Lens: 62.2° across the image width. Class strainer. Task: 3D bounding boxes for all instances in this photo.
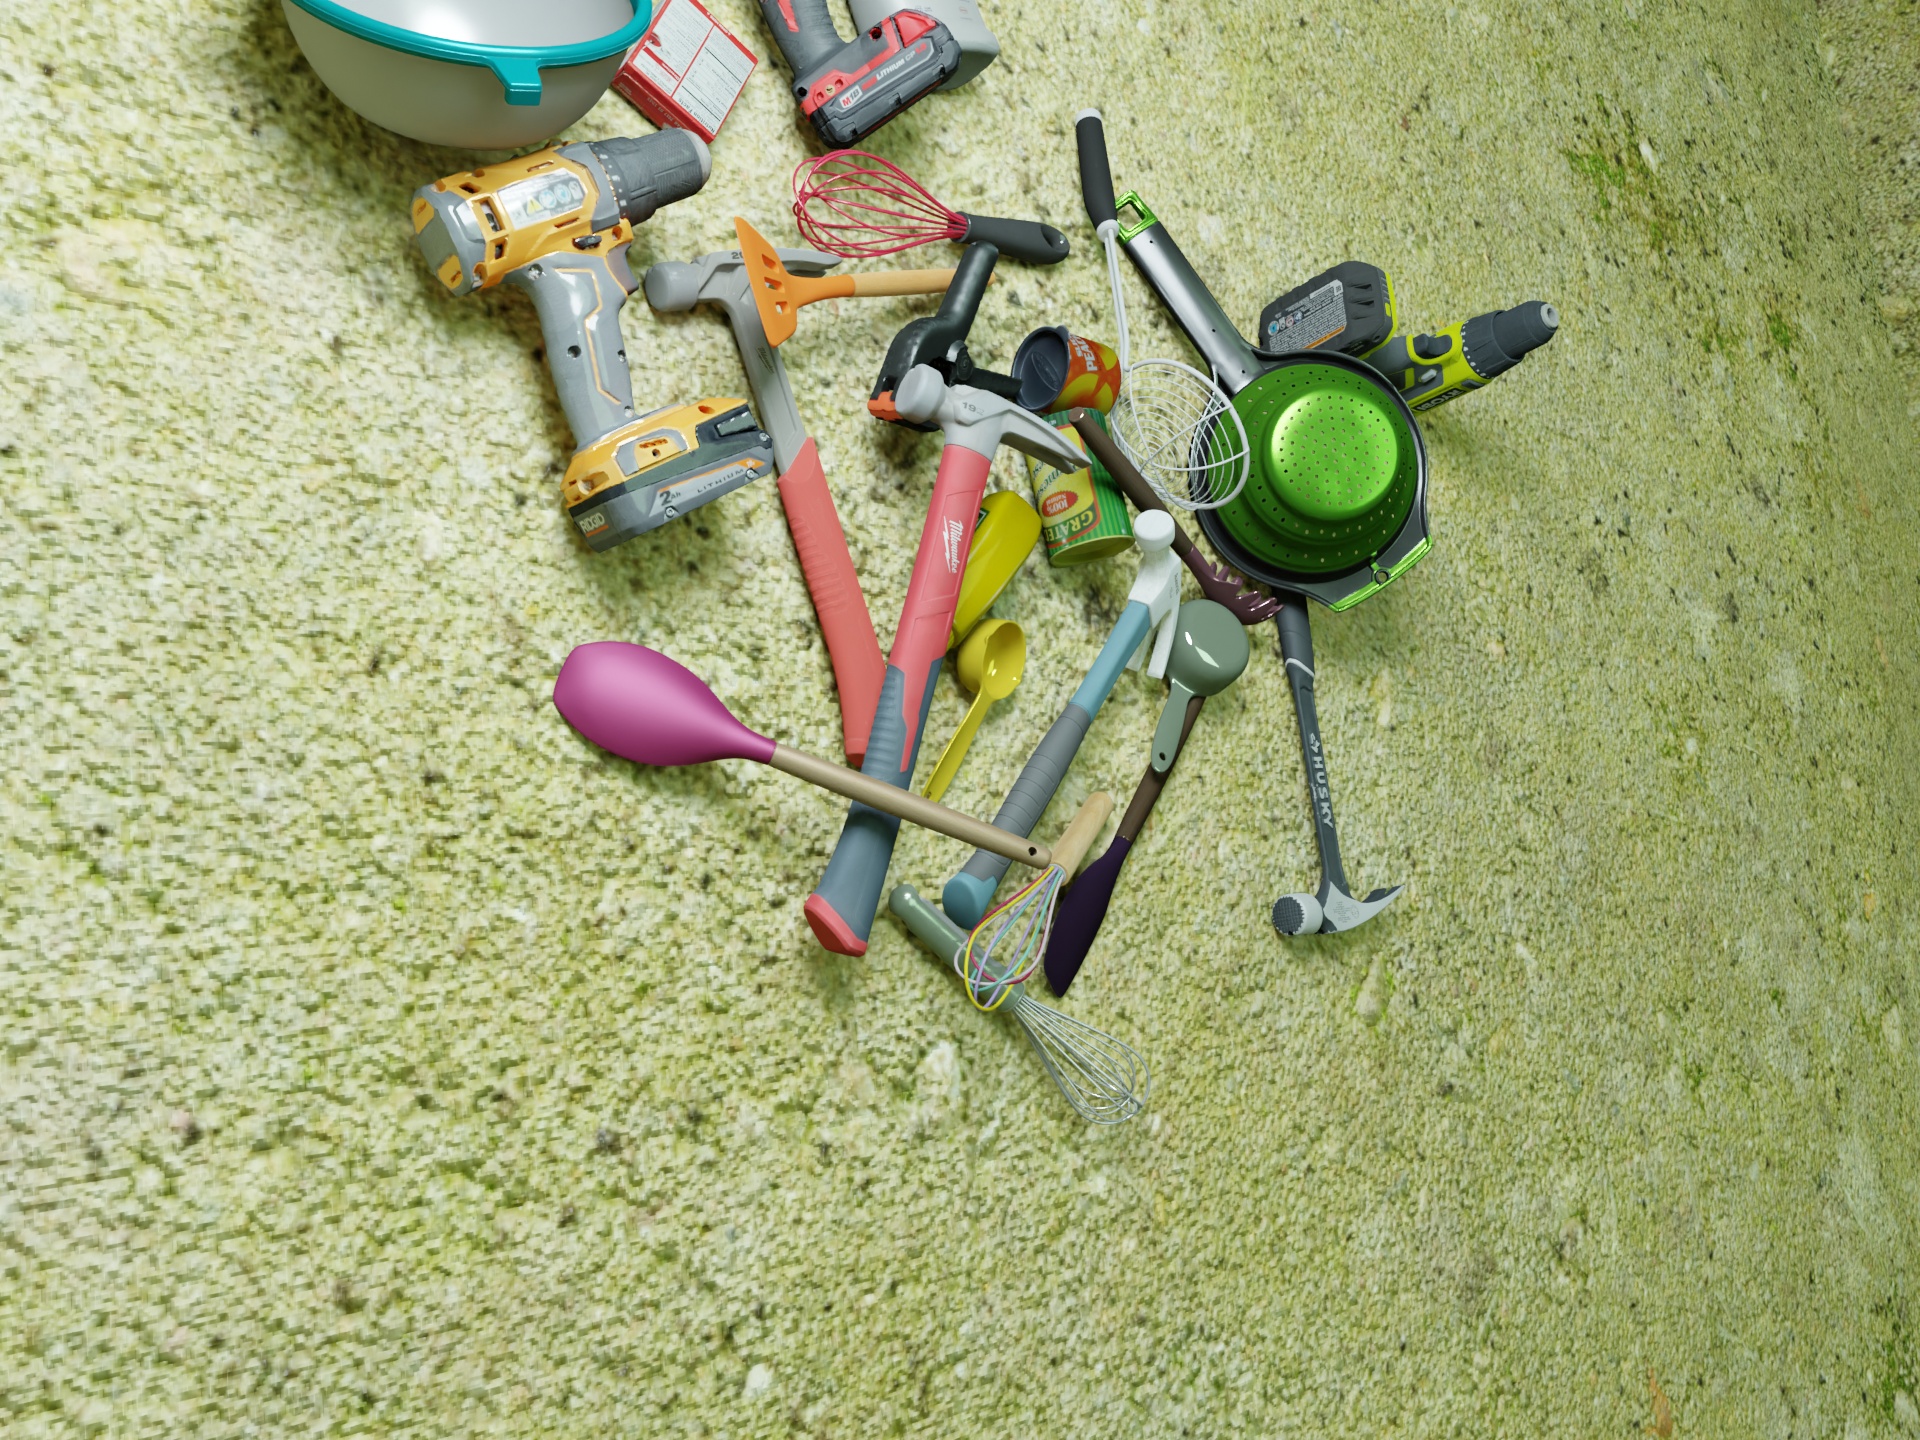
[{"bbox_3d":[-0.268,-0.424,0.953,0.211,0.095,0.341,23,41,4],"label":"strainer"}]

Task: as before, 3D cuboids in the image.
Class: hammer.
[{"bbox_3d":[0.298,-0.023,1.361,0.149,0.036,0.409,2,77,-41],"label":"hammer"},{"bbox_3d":[-0.092,-0.140,1.064,0.149,0.037,0.359,-18,90,-41],"label":"hammer"},{"bbox_3d":[-0.016,-0.033,1.037,0.143,0.038,0.386,21,73,-26],"label":"hammer"},{"bbox_3d":[0.078,0.006,1.141,0.331,0.033,0.128,-57,152,-26],"label":"hammer"}]

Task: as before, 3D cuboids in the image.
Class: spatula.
[{"bbox_3d":[0.131,0.072,1.204,0.316,0.018,0.059,-57,138,-35],"label":"spatula"},{"bbox_3d":[-0.056,-0.301,1.092,0.322,0.041,0.081,-26,102,-54],"label":"spatula"}]

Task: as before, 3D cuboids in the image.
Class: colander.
[{"bbox_3d":[0.246,-0.278,1.299,0.204,0.094,0.397,-35,89,-2],"label":"colander"}]

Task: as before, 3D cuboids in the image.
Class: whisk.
[{"bbox_3d":[-0.014,-0.367,1.178,0.295,0.073,0.073,-8,84,-48],"label":"whisk"},{"bbox_3d":[0.041,0.193,1.082,0.059,0.058,0.246,-47,108,-2],"label":"whisk"},{"bbox_3d":[0.057,0.114,1.090,0.047,0.051,0.245,45,38,-3],"label":"whisk"}]

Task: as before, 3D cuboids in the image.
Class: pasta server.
[{"bbox_3d":[0.166,-0.152,1.223,0.040,0.060,0.315,-49,138,2],"label":"pasta server"}]

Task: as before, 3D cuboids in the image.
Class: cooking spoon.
[{"bbox_3d":[-0.090,0.029,0.963,0.318,0.017,0.069,22,71,-11],"label":"cooking spoon"}]

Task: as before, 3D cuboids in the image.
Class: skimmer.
[{"bbox_3d":[0.153,-0.339,1.277,0.090,0.127,0.364,2,66,-20],"label":"skimmer"}]

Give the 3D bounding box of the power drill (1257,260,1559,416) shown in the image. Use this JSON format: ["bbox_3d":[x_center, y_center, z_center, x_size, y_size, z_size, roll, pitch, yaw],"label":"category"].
[{"bbox_3d":[0.402,-0.341,1.433,0.228,0.190,0.080,4,75,-35],"label":"power drill"}]

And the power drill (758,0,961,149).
[{"bbox_3d":[-0.097,-0.522,1.096,0.219,0.143,0.079,56,6,-15],"label":"power drill"}]

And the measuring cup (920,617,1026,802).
[{"bbox_3d":[-0.002,-0.004,1.112,0.156,0.029,0.062,-62,144,-18],"label":"measuring cup"}]

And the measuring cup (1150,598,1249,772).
[{"bbox_3d":[0.182,-0.028,1.243,0.083,0.038,0.168,33,51,-13],"label":"measuring cup"}]

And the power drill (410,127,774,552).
[{"bbox_3d":[-0.195,-0.237,0.951,0.185,0.084,0.226,-32,103,-31],"label":"power drill"}]
